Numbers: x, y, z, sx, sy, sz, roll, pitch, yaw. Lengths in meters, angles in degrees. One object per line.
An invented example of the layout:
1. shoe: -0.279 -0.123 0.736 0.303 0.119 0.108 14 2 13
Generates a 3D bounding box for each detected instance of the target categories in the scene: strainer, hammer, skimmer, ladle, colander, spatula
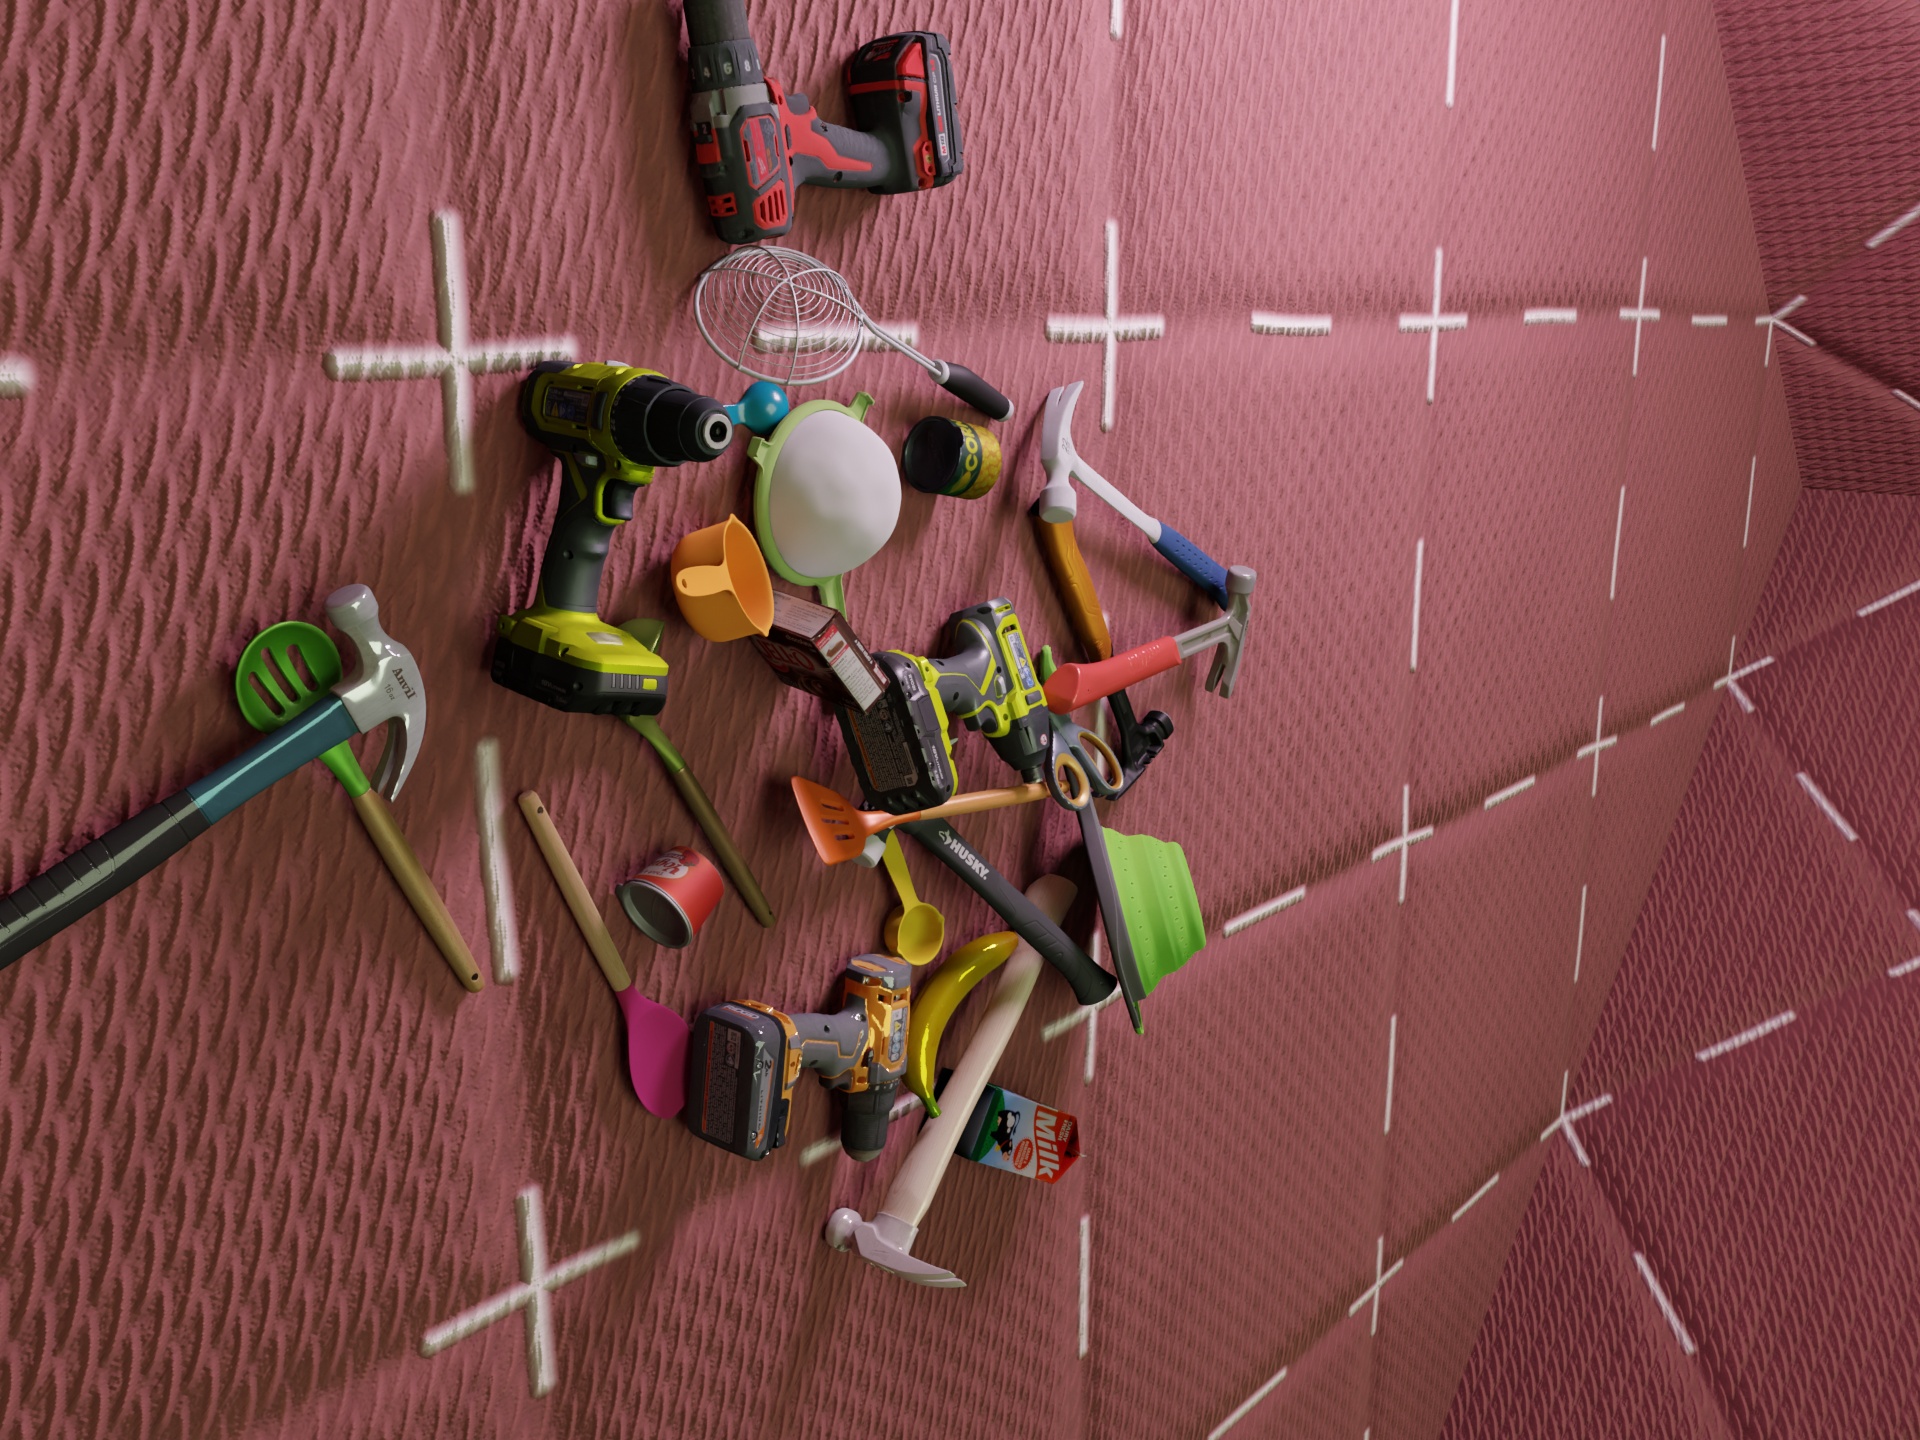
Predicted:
1. strainer: -0.089 -0.131 1.296 0.151 0.069 0.256 -36 129 -46
2. hammer: 0.131 -0.076 1.596 0.127 0.034 0.336 -48 131 -32
3. hammer: -0.461 0.058 0.931 0.331 0.033 0.128 -39 129 -27
4. skimmer: -0.071 -0.290 1.304 0.363 0.090 0.127 14 49 -60
5. hammer: 0.039 0.158 1.483 0.334 0.035 0.146 45 60 -27
6. hammer: 0.023 0.328 1.507 0.038 0.146 0.411 53 56 -42
7. ladle: -0.199 0.053 1.239 0.078 0.062 0.319 -79 154 -47
8. hammer: 0.193 -0.055 1.599 0.359 0.037 0.149 -22 129 -50
9. colander: 0.167 0.108 1.580 0.204 0.094 0.397 -79 153 -78
10. hammer: 0.192 -0.202 1.615 0.405 0.035 0.144 27 60 -52
11. spatula: -0.016 0.074 1.396 0.322 0.041 0.081 -7 66 -41

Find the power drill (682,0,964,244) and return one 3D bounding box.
1. power drill: -0.109 -0.471 1.198 0.226 0.080 0.187 -27 119 -38

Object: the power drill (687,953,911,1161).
1. power drill: -0.128 0.309 1.364 0.226 0.084 0.185 -6 104 -54

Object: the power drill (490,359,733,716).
1. power drill: -0.232 -0.122 1.059 0.080 0.191 0.228 2 102 -47

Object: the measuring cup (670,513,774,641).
1. measuring cup: -0.191 -0.097 1.159 0.173 0.052 0.095 -29 104 -74

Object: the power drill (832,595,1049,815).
1. power drill: -0.002 -0.004 1.383 0.223 0.080 0.171 -24 97 -54

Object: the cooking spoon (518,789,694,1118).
1. cooking spoon: -0.269 0.183 1.218 0.069 0.017 0.318 -47 132 -40

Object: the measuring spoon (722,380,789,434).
1. measuring spoon: -0.177 -0.232 1.216 0.128 0.021 0.042 -26 118 -44

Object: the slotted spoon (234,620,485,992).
1. slotted spoon: -0.387 0.067 1.051 0.070 0.031 0.313 -43 130 -33

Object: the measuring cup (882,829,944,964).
1. measuring cup: -0.060 0.150 1.449 0.062 0.029 0.156 -31 110 -38
